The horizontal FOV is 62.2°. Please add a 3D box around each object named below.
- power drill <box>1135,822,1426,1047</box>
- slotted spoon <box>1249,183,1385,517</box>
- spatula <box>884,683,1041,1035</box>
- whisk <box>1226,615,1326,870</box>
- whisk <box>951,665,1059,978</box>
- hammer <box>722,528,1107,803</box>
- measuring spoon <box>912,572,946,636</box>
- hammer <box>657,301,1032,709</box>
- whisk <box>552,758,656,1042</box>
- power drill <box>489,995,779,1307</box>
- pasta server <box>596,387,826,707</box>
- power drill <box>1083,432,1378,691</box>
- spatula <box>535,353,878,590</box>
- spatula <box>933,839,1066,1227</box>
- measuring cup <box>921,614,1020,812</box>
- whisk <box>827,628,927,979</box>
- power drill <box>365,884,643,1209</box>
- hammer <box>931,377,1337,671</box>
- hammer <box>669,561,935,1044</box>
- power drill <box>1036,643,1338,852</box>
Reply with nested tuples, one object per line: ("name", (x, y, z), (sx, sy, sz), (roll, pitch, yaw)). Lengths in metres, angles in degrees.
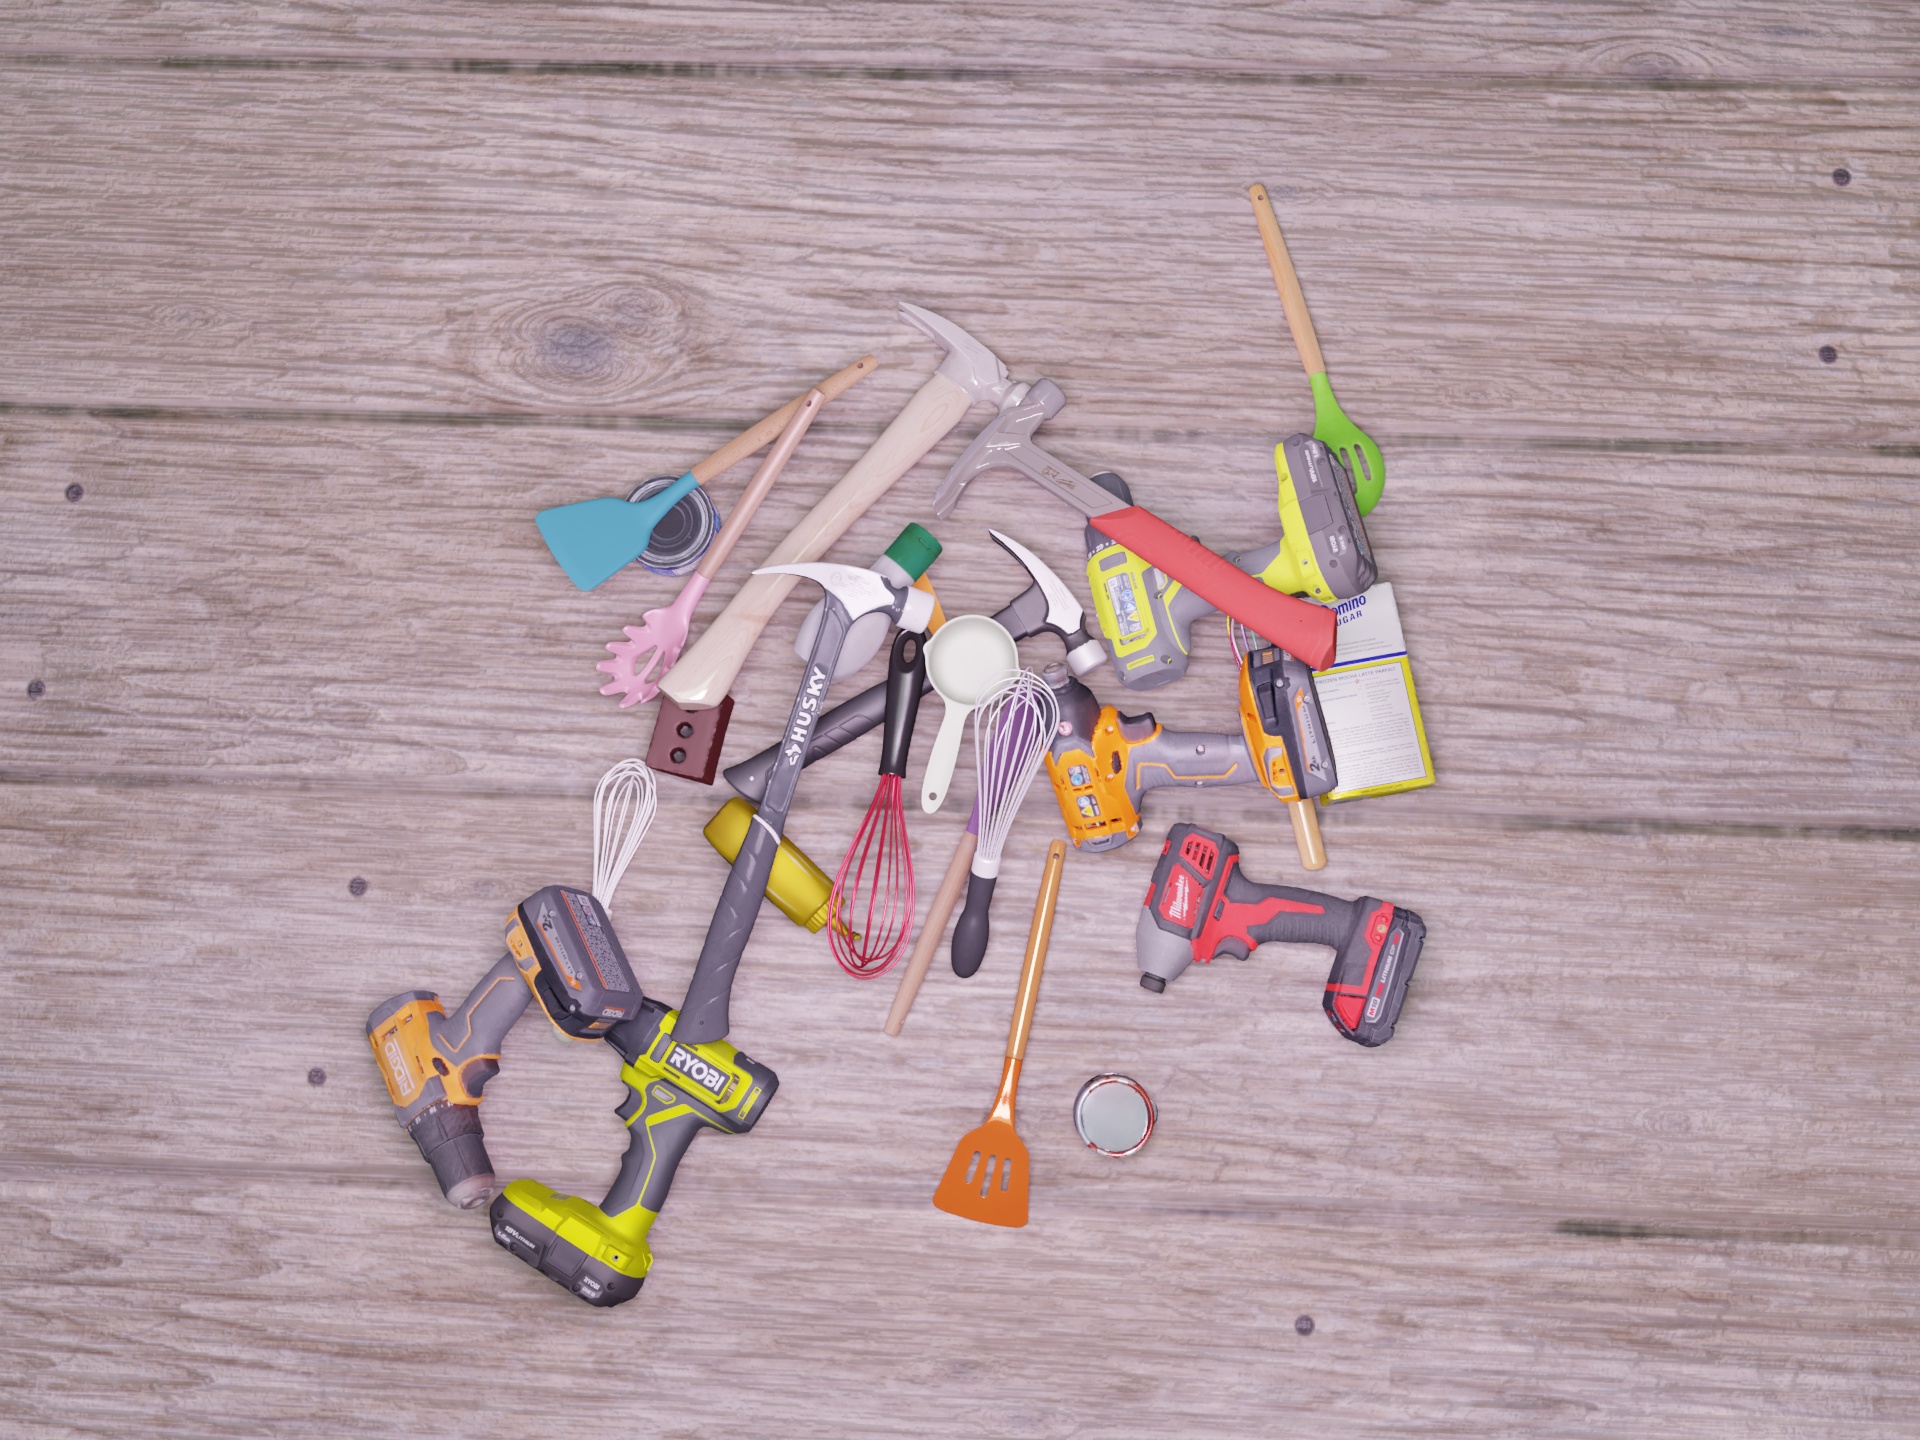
("power drill", (0.256, 0.184, 1.311), (0.219, 0.078, 0.143), (20, 83, 7))
("slotted spoon", (0.303, -0.326, 1.395), (0.070, 0.031, 0.314), (-15, 82, 0))
("spatula", (0.002, 0.118, 1.333), (0.018, 0.059, 0.316), (25, 93, 38))
("whisk", (0.271, 0.007, 1.351), (0.047, 0.051, 0.245), (-14, 87, 15))
("whisk", (0.027, 0.088, 1.291), (0.070, 0.070, 0.284), (12, 113, 3))
("hammer", (-0.054, -0.030, 1.356), (0.335, 0.035, 0.146), (-31, 84, 1))
("measuring spoon", (-0.027, -0.097, 1.386), (0.021, 0.011, 0.117), (-26, 80, 2))
("hammer", (-0.118, -0.178, 1.357), (0.146, 0.038, 0.411), (39, 78, 7))
("whisk", (-0.304, 0.152, 1.347), (0.058, 0.059, 0.246), (12, 87, 40))
("power drill", (-0.278, 0.345, 1.308), (0.171, 0.080, 0.223), (31, 81, 5))
("pasta server", (-0.207, -0.146, 1.348), (0.060, 0.040, 0.316), (36, 100, 11))
("power drill", (0.211, -0.148, 1.320), (0.228, 0.080, 0.191), (-20, 72, 24))
("spatula", (-0.205, -0.222, 1.349), (0.317, 0.044, 0.082), (-34, 79, -1))
("spatula", (0.049, 0.259, 1.334), (0.081, 0.041, 0.323), (12, 80, 3))
("measuring cup", (-0.002, -0.004, 1.315), (0.083, 0.038, 0.167), (16, 89, 5))
("whisk", (-0.060, 0.064, 1.306), (0.073, 0.073, 0.296), (8, 80, 2))
("power drill", (-0.365, 0.263, 1.279), (0.226, 0.084, 0.185), (-37, 64, 12))
("hammer", (0.146, -0.140, 1.276), (0.359, 0.036, 0.149), (38, 83, 27))
("hammer", (-0.154, 0.067, 1.279), (0.149, 0.036, 0.409), (19, 90, -12))
("power drill", (0.175, 0.008, 1.284), (0.226, 0.084, 0.164), (-14, 112, 16))
